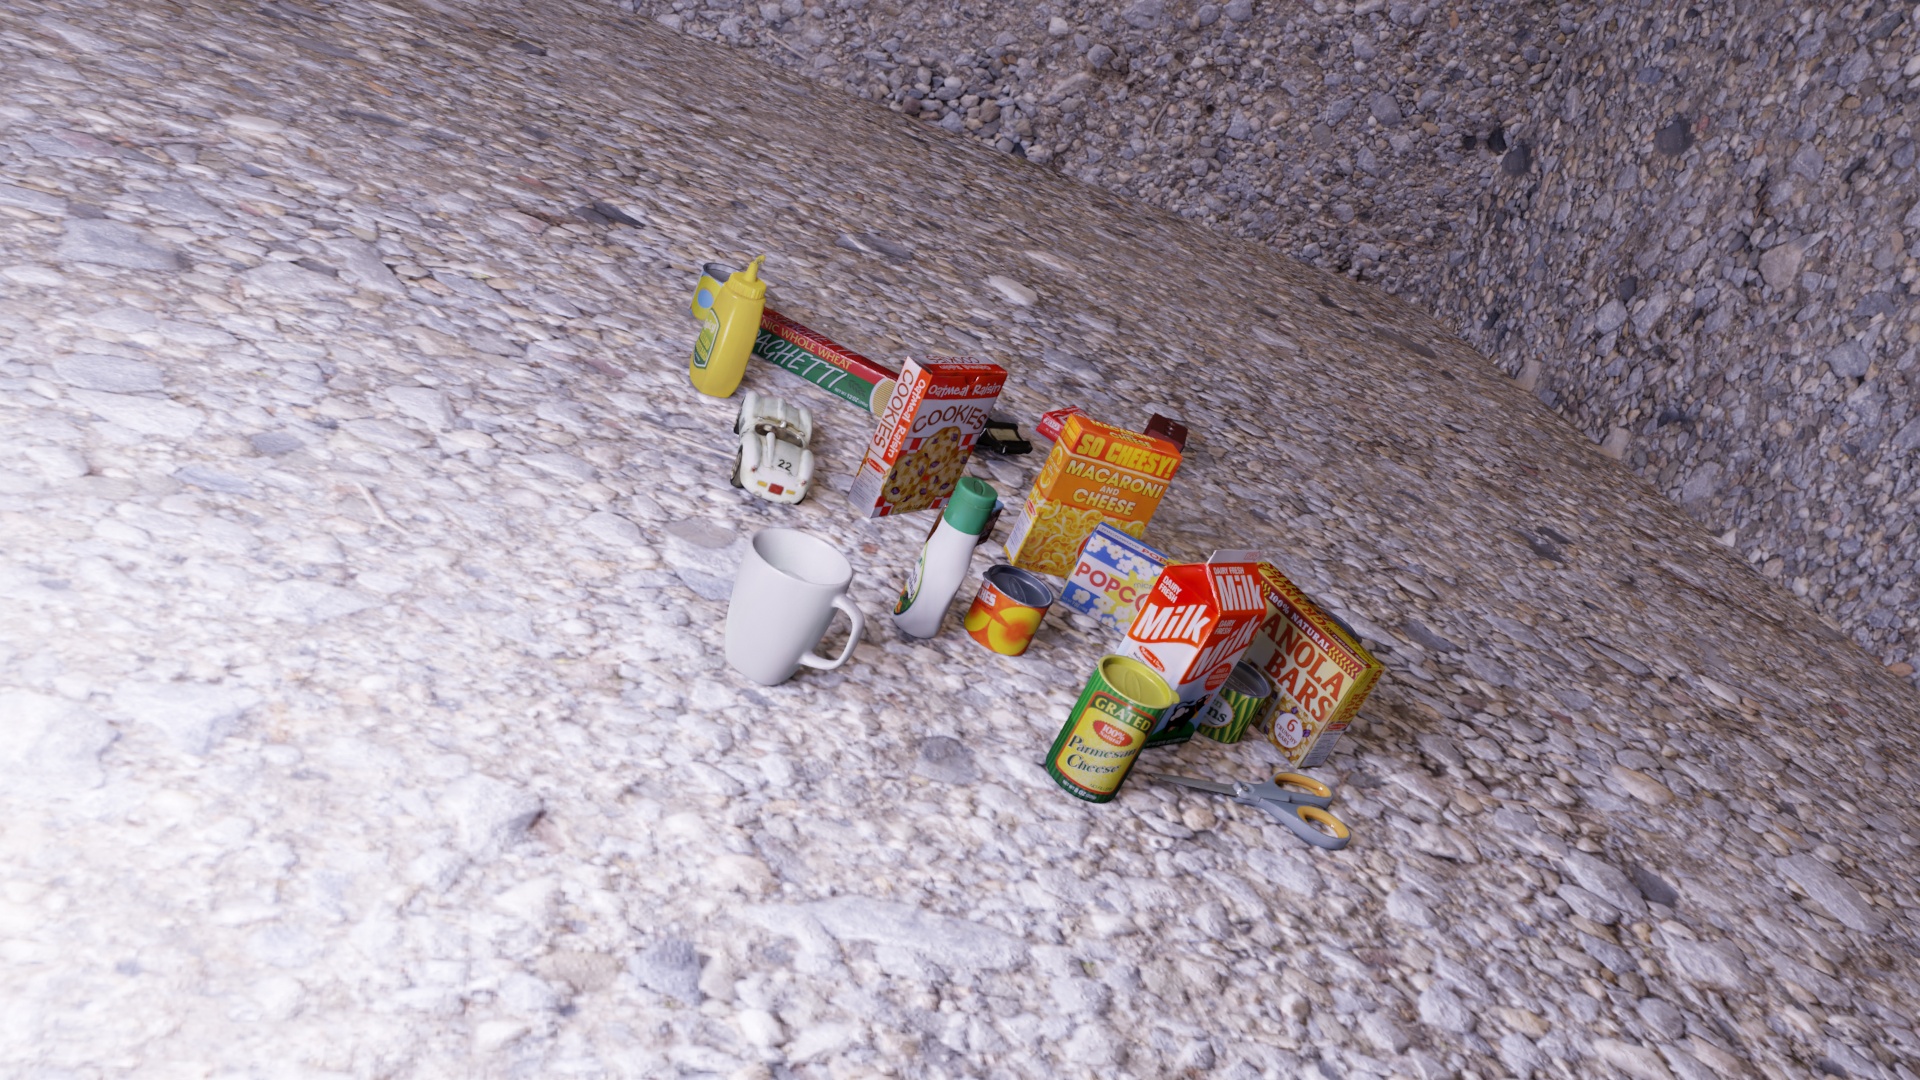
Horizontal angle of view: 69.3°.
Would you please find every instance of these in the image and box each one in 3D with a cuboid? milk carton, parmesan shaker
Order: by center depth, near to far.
[{"bbox_3d":[0.121,0.153,1.114,0.071,0.102,0.071,21,25,-10],"label":"parmesan shaker"},{"bbox_3d":[0.199,0.085,1.214,0.072,0.189,0.073,0,35,-43],"label":"milk carton"}]

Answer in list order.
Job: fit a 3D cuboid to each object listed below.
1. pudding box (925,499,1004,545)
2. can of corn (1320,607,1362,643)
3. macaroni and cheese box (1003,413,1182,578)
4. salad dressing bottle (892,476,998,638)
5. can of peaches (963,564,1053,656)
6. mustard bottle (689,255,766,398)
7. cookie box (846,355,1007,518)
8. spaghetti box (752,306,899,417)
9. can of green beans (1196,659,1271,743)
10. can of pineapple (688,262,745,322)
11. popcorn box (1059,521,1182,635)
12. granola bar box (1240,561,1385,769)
[{"bbox_3d":[0.005,-0.018,1.400,0.030,0.049,0.084,35,26,20],"label":"pudding box"},{"bbox_3d":[0.384,0.113,1.488,0.071,0.058,0.071,21,25,-10],"label":"can of corn"},{"bbox_3d":[0.134,-0.038,1.423,0.124,0.165,0.040,14,27,-24],"label":"macaroni and cheese box"},{"bbox_3d":[-0.012,0.015,1.206,0.044,0.147,0.064,21,25,-10],"label":"salad dressing bottle"},{"bbox_3d":[0.041,0.063,1.267,0.071,0.057,0.071,21,25,-10],"label":"can of peaches"},{"bbox_3d":[-0.239,-0.230,1.456,0.049,0.159,0.065,7,30,-34],"label":"mustard bottle"},{"bbox_3d":[-0.032,-0.106,1.399,0.040,0.166,0.123,40,28,28],"label":"cookie box"},{"bbox_3d":[-0.160,-0.208,1.616,0.250,0.050,0.029,27,25,3],"label":"spaghetti box"},{"bbox_3d":[0.246,0.147,1.295,0.071,0.057,0.071,21,25,-10],"label":"can of green beans"},{"bbox_3d":[-0.282,-0.289,1.653,0.071,0.057,0.071,21,25,-10],"label":"can of pineapple"},{"bbox_3d":[0.174,0.048,1.387,0.127,0.085,0.038,28,25,6],"label":"popcorn box"},{"bbox_3d":[0.309,0.117,1.332,0.039,0.123,0.166,3,33,-40],"label":"granola bar box"}]
